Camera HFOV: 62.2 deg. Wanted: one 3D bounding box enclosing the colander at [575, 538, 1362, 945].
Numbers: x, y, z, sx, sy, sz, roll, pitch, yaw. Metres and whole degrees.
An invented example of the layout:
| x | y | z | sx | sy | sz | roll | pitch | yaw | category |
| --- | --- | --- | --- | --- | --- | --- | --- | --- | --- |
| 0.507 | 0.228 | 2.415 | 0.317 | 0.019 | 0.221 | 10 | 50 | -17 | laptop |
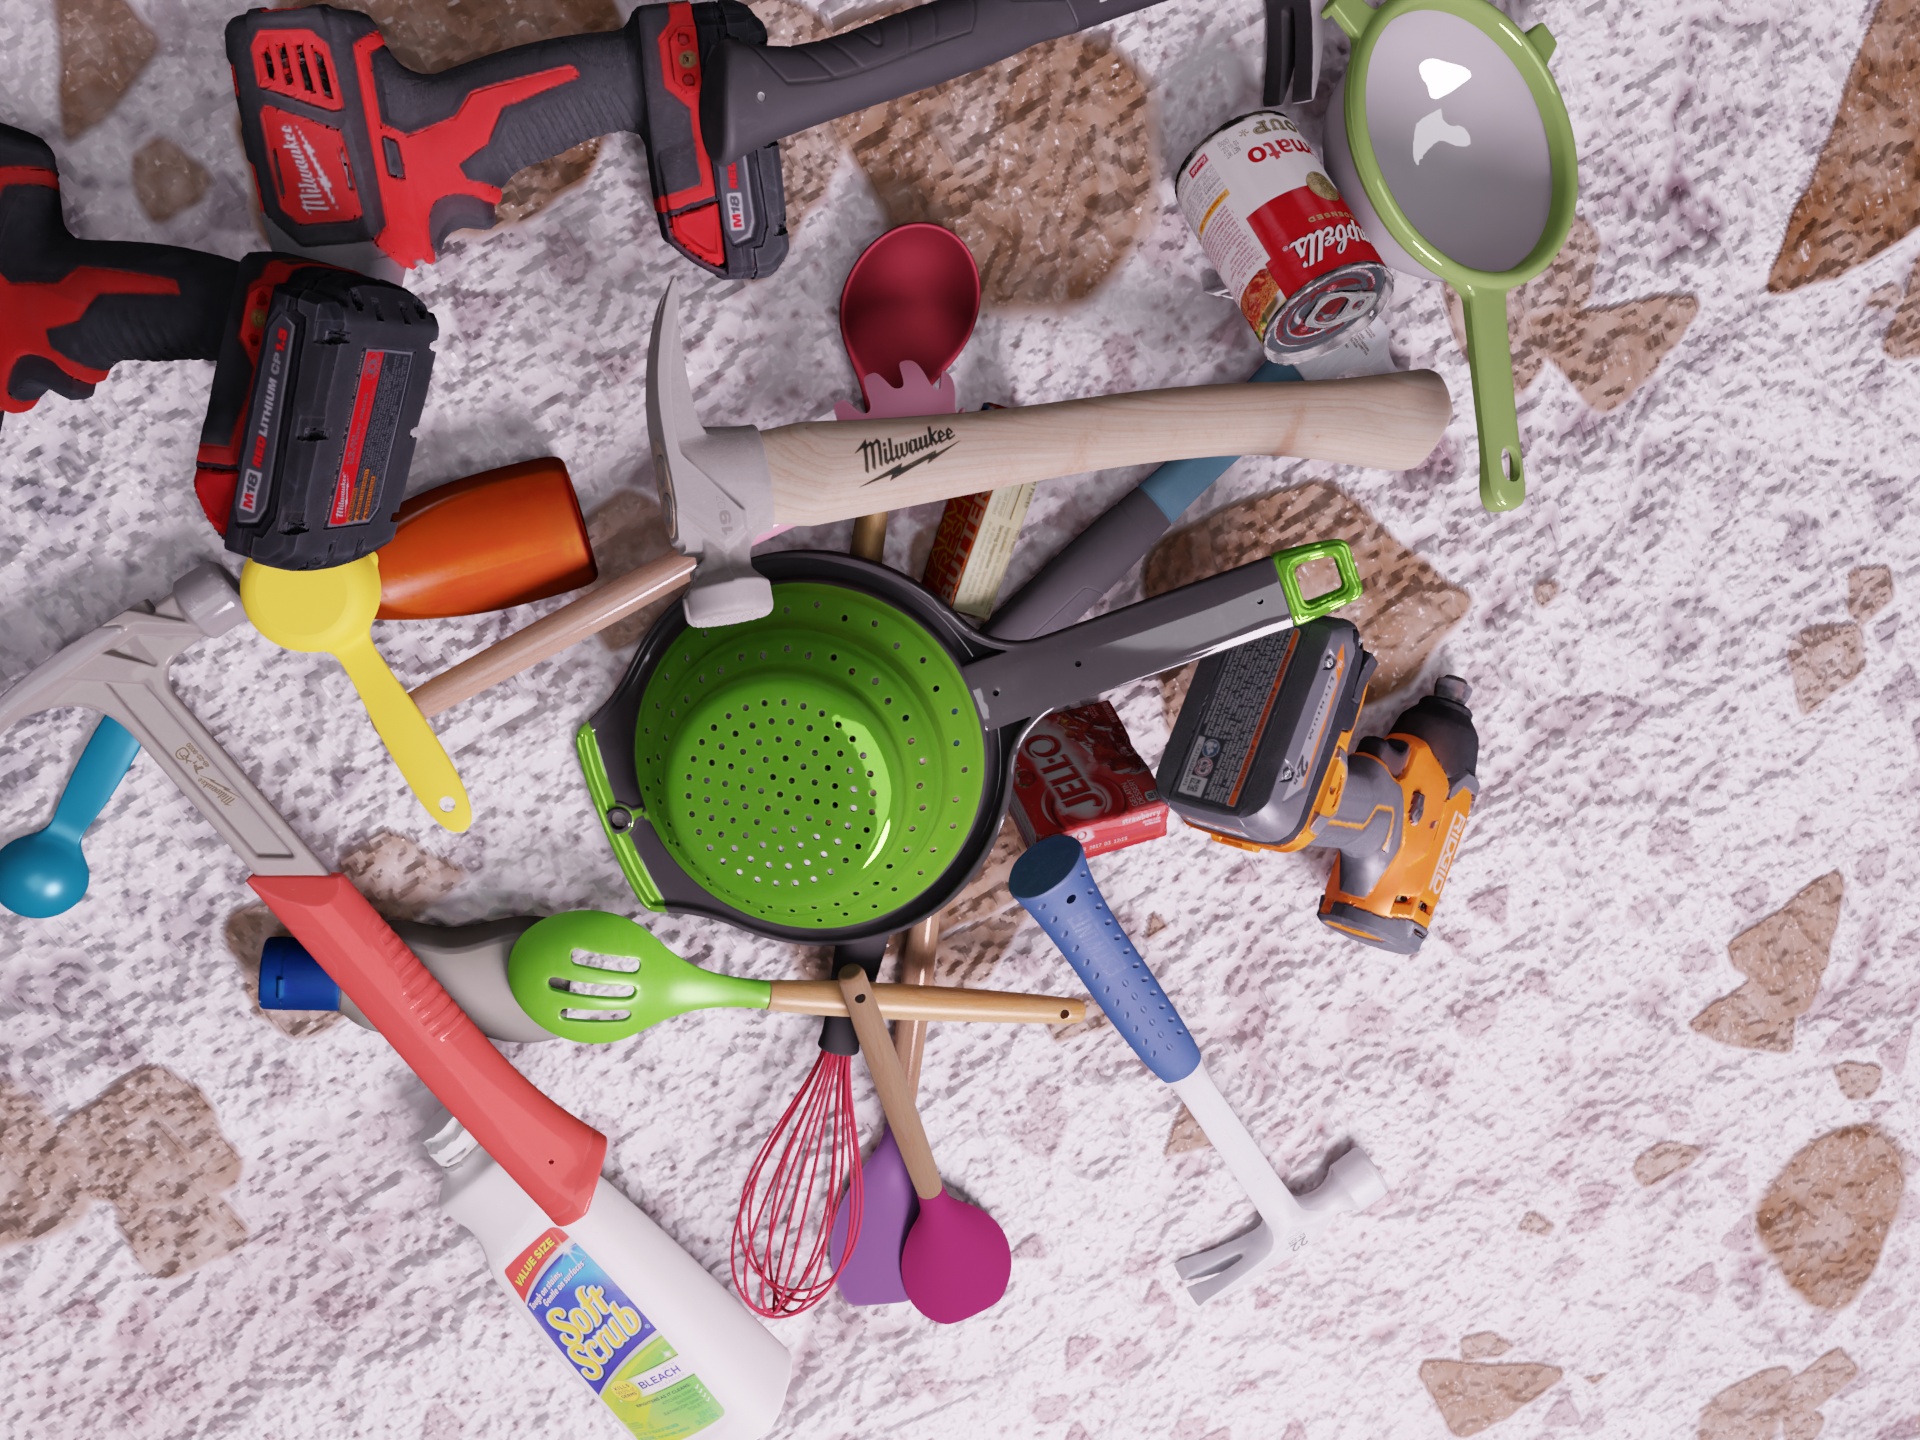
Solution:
| x | y | z | sx | sy | sz | roll | pitch | yaw | category |
| --- | --- | --- | --- | --- | --- | --- | --- | --- | --- |
| -0.001 | -0.002 | 0.749 | 0.397 | 0.094 | 0.204 | -19 | 99 | 8 | colander |

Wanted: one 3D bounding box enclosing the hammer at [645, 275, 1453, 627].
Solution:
| x | y | z | sx | sy | sz | roll | pitch | yaw | category |
| --- | --- | --- | --- | --- | --- | --- | --- | --- | --- |
| 0.058 | -0.144 | 0.751 | 0.410 | 0.038 | 0.146 | -10 | 89 | -23 | hammer |

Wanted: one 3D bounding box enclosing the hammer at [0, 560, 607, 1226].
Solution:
| x | y | z | sx | sy | sz | roll | pitch | yaw | category |
| --- | --- | --- | --- | --- | --- | --- | --- | --- | --- |
| -0.301 | 0.109 | 0.758 | 0.149 | 0.037 | 0.359 | -38 | 104 | -8 | hammer |

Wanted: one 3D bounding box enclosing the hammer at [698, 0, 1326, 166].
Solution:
| x | y | z | sx | sy | sz | roll | pitch | yaw | category |
| --- | --- | --- | --- | --- | --- | --- | --- | --- | --- |
| 0.034 | -0.309 | 0.704 | 0.335 | 0.035 | 0.146 | -29 | 116 | -23 | hammer |

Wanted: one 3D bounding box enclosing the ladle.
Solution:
| x | y | z | sx | sy | sz | roll | pitch | yaw | category |
| --- | --- | --- | --- | --- | --- | --- | --- | --- | --- |
| -0.045 | -0.091 | 0.808 | 0.069 | 0.031 | 0.315 | 4 | 109 | -18 | ladle |

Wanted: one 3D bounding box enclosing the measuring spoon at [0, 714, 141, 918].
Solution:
| x | y | z | sx | sy | sz | roll | pitch | yaw | category |
| --- | --- | --- | --- | --- | --- | --- | --- | --- | --- |
| -0.415 | 0.041 | 0.748 | 0.042 | 0.021 | 0.128 | 30 | 99 | -23 | measuring spoon |

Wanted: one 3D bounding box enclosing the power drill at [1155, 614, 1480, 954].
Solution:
| x | y | z | sx | sy | sz | roll | pitch | yaw | category |
| --- | --- | --- | --- | --- | --- | --- | --- | --- | --- |
| 0.210 | 0.021 | 0.859 | 0.226 | 0.084 | 0.164 | 31 | 77 | -45 | power drill |

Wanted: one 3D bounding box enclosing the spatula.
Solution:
| x | y | z | sx | sy | sz | roll | pitch | yaw | category |
| --- | --- | --- | --- | --- | --- | --- | --- | --- | --- |
| -0.034 | 0.207 | 0.918 | 0.059 | 0.018 | 0.315 | 3 | 108 | -16 | spatula |

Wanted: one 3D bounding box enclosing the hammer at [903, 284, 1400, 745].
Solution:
| x | y | z | sx | sy | sz | roll | pitch | yaw | category |
| --- | --- | --- | --- | --- | --- | --- | --- | --- | --- |
| 0.093 | -0.103 | 0.840 | 0.331 | 0.033 | 0.128 | -43 | 115 | 2 | hammer |

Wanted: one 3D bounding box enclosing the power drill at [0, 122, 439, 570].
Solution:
| x | y | z | sx | sy | sz | roll | pitch | yaw | category |
| --- | --- | --- | --- | --- | --- | --- | --- | --- | --- |
| -0.346 | -0.128 | 0.647 | 0.227 | 0.080 | 0.188 | 20 | 103 | 6 | power drill |

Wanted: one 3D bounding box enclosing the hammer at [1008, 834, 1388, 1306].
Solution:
| x | y | z | sx | sy | sz | roll | pitch | yaw | category |
| --- | --- | --- | --- | --- | --- | --- | --- | --- | --- |
| 0.125 | 0.207 | 0.908 | 0.144 | 0.035 | 0.405 | -35 | 128 | -1 | hammer |

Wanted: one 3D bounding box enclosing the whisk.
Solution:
| x | y | z | sx | sy | sz | roll | pitch | yaw | category |
| --- | --- | --- | --- | --- | --- | --- | --- | --- | --- |
| -0.073 | 0.200 | 0.886 | 0.073 | 0.073 | 0.296 | 10 | 99 | -19 | whisk |

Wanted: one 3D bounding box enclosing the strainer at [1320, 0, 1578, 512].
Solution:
| x | y | z | sx | sy | sz | roll | pitch | yaw | category |
| --- | --- | --- | --- | --- | --- | --- | --- | --- | --- |
| 0.238 | -0.227 | 0.793 | 0.151 | 0.069 | 0.256 | -6 | 89 | -29 | strainer |

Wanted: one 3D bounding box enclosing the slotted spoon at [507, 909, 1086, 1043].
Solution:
| x | y | z | sx | sy | sz | roll | pitch | yaw | category |
| --- | --- | --- | --- | --- | --- | --- | --- | --- | --- |
| -0.076 | 0.144 | 0.838 | 0.313 | 0.031 | 0.070 | 7 | 100 | -21 | slotted spoon |

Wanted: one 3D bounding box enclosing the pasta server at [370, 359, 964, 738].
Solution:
| x | y | z | sx | sy | sz | roll | pitch | yaw | category |
| --- | --- | --- | --- | --- | --- | --- | --- | --- | --- |
| -0.134 | -0.075 | 0.751 | 0.316 | 0.040 | 0.060 | -29 | 125 | -3 | pasta server |

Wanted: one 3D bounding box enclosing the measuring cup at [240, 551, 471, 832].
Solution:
| x | y | z | sx | sy | sz | roll | pitch | yaw | category |
| --- | --- | --- | --- | --- | --- | --- | --- | --- | --- |
| -0.264 | -0.015 | 0.710 | 0.062 | 0.029 | 0.156 | -30 | 100 | -4 | measuring cup |

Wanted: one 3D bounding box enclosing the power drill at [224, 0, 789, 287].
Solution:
| x | y | z | sx | sy | sz | roll | pitch | yaw | category |
| --- | --- | --- | --- | --- | --- | --- | --- | --- | --- |
| -0.191 | -0.237 | 0.691 | 0.219 | 0.079 | 0.143 | -8 | 110 | -11 | power drill |

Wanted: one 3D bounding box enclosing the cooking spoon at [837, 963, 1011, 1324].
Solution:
| x | y | z | sx | sy | sz | roll | pitch | yaw | category |
| --- | --- | --- | --- | --- | --- | --- | --- | --- | --- |
| -0.023 | 0.250 | 0.899 | 0.069 | 0.017 | 0.318 | -22 | 127 | -9 | cooking spoon |
